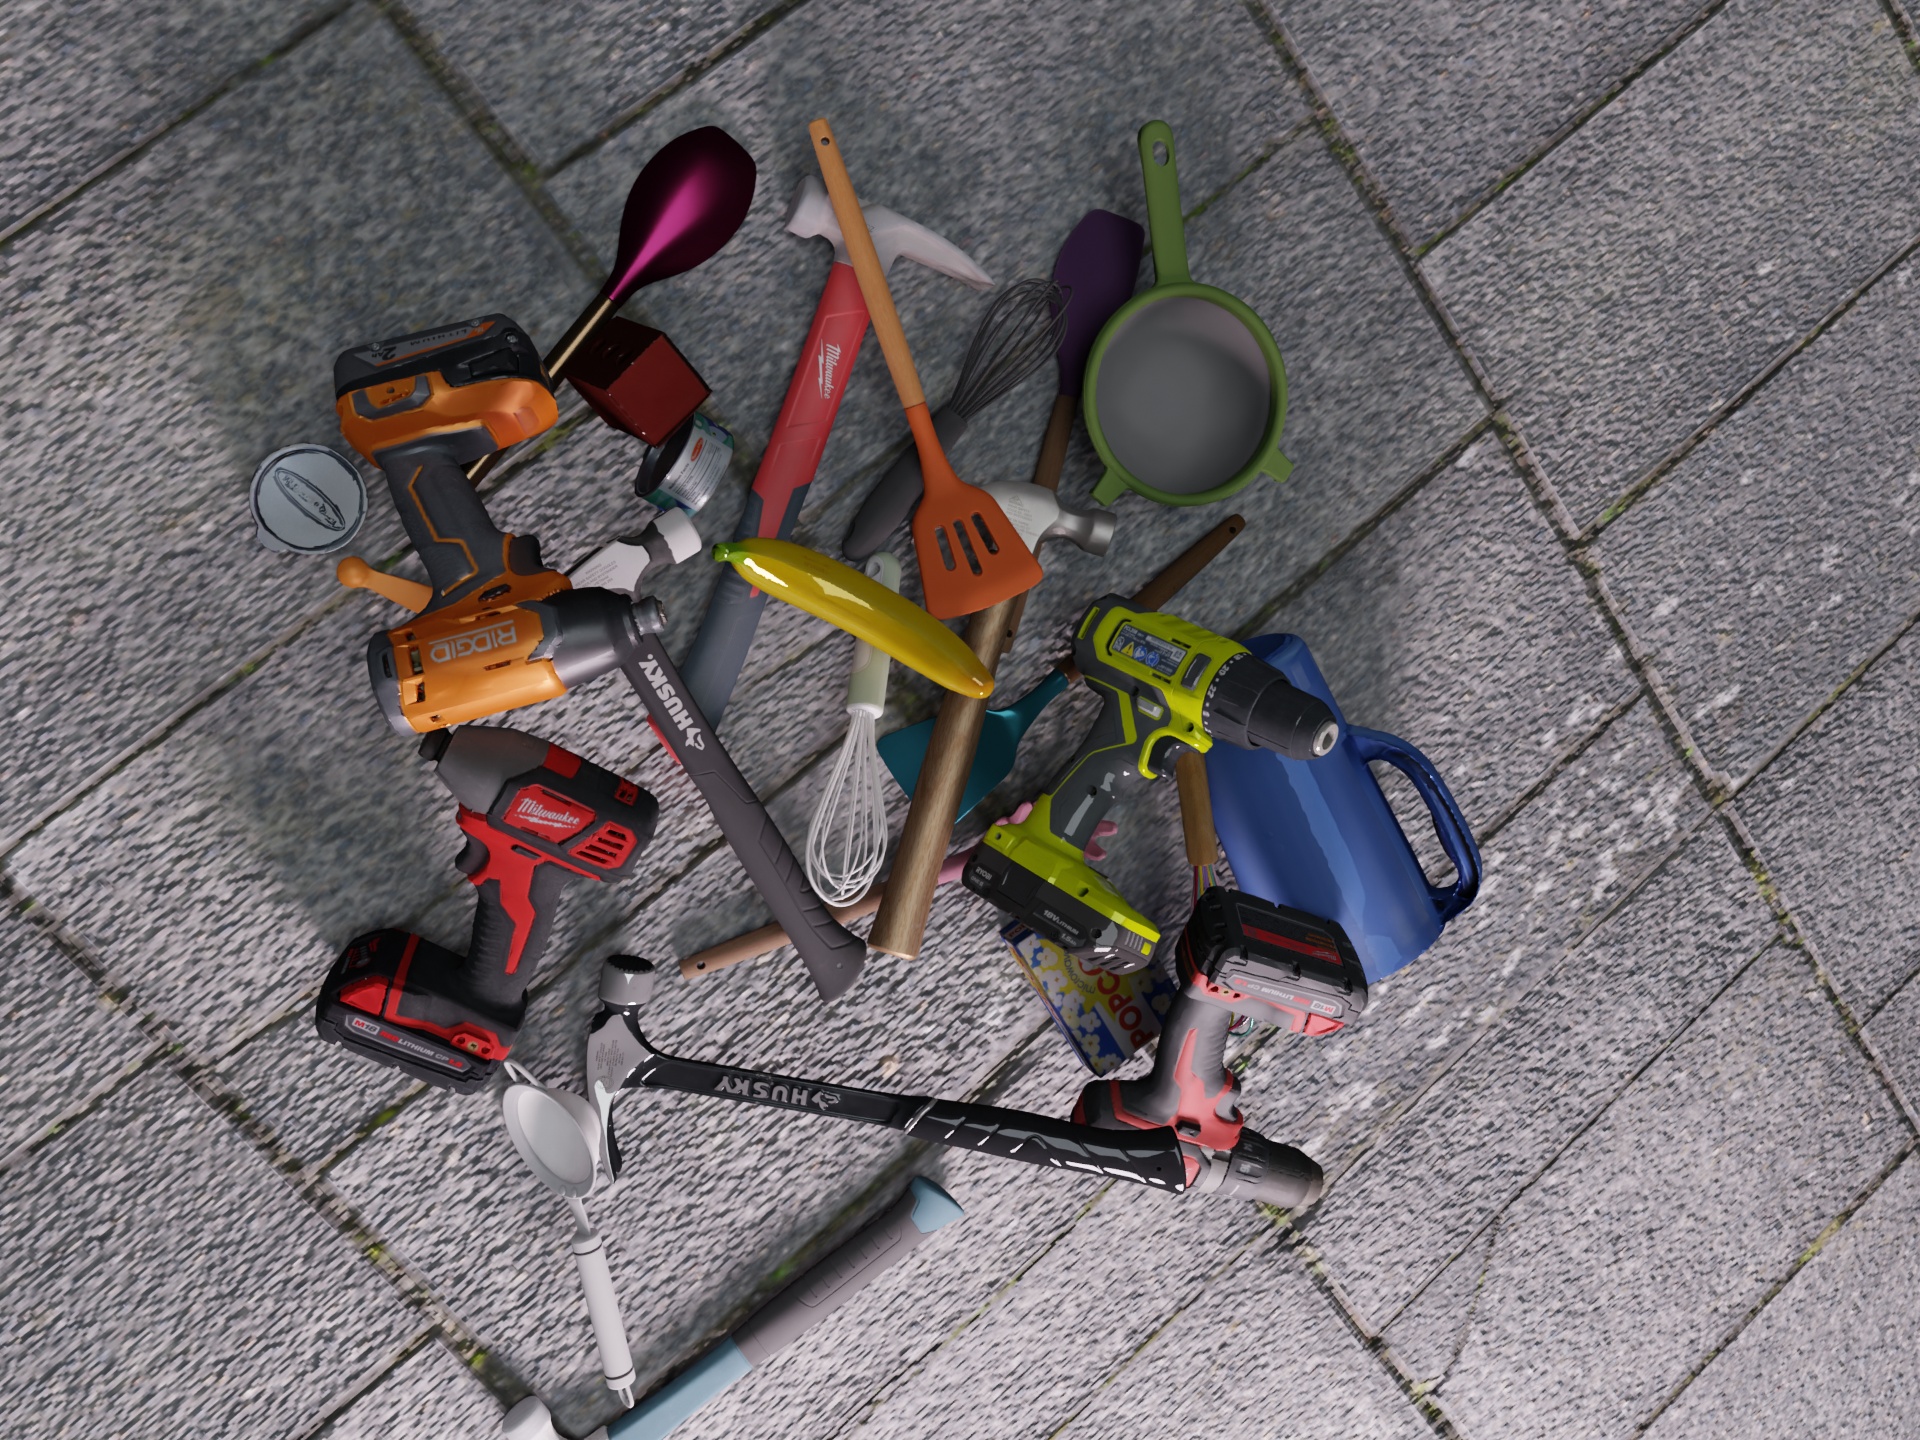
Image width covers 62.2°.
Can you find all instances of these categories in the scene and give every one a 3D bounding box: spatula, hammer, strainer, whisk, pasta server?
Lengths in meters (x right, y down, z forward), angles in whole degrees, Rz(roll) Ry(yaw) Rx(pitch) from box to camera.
[{"bbox_3d":[0.085,-0.049,1.132,0.317,0.044,0.082,-40,105,-15],"label":"spatula"},{"bbox_3d":[-0.048,0.265,1.059,0.409,0.036,0.149,11,98,-2],"label":"hammer"},{"bbox_3d":[-0.036,-0.226,1.022,0.081,0.041,0.322,-20,102,-4],"label":"spatula"},{"bbox_3d":[-0.104,-0.149,1.050,0.143,0.038,0.386,20,90,-21],"label":"hammer"},{"bbox_3d":[-0.141,0.428,1.104,0.331,0.033,0.128,-35,104,-12],"label":"hammer"},{"bbox_3d":[-0.002,-0.003,1.070,0.130,0.031,0.331,17,84,-2],"label":"hammer"},{"bbox_3d":[0.139,-0.275,1.099,0.151,0.069,0.256,-10,98,-15],"label":"strainer"},{"bbox_3d":[-0.003,-0.203,1.072,0.055,0.055,0.239,38,88,-18],"label":"whisk"},{"bbox_3d":[0.067,-0.201,1.110,0.059,0.018,0.316,14,90,-17],"label":"spatula"},{"bbox_3d":[-0.245,0.330,1.035,0.050,0.087,0.258,-22,105,-49],"label":"strainer"},{"bbox_3d":[-0.042,0.117,1.100,0.316,0.040,0.060,-19,93,-14],"label":"pasta server"},{"bbox_3d":[-0.065,0.001,1.039,0.059,0.058,0.246,25,63,-41],"label":"whisk"},{"bbox_3d":[0.172,0.119,1.116,0.047,0.051,0.245,-18,109,-24],"label":"whisk"},{"bbox_3d":[-0.158,0.043,1.016,0.146,0.035,0.334,-34,109,-15],"label":"hammer"}]

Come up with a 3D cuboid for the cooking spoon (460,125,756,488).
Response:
[{"bbox_3d":[-0.238,-0.245,1.005,0.068,0.017,0.319,39,83,-19],"label":"cooking spoon"}]

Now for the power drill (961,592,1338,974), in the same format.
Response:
[{"bbox_3d":[0.120,0.045,1.037,0.080,0.191,0.228,32,87,-53],"label":"power drill"}]

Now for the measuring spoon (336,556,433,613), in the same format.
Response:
[{"bbox_3d":[-0.332,-0.074,0.997,0.116,0.011,0.021,22,89,-19],"label":"measuring spoon"}]

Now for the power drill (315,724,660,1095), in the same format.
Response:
[{"bbox_3d":[-0.293,0.106,0.960,0.143,0.079,0.219,29,106,-19],"label":"power drill"}]

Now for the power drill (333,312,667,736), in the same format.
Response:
[{"bbox_3d":[-0.268,-0.115,0.922,0.164,0.084,0.227,-15,74,-4],"label":"power drill"}]

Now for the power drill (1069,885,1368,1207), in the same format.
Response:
[{"bbox_3d":[0.197,0.241,1.097,0.188,0.080,0.226,18,117,-9],"label":"power drill"}]
